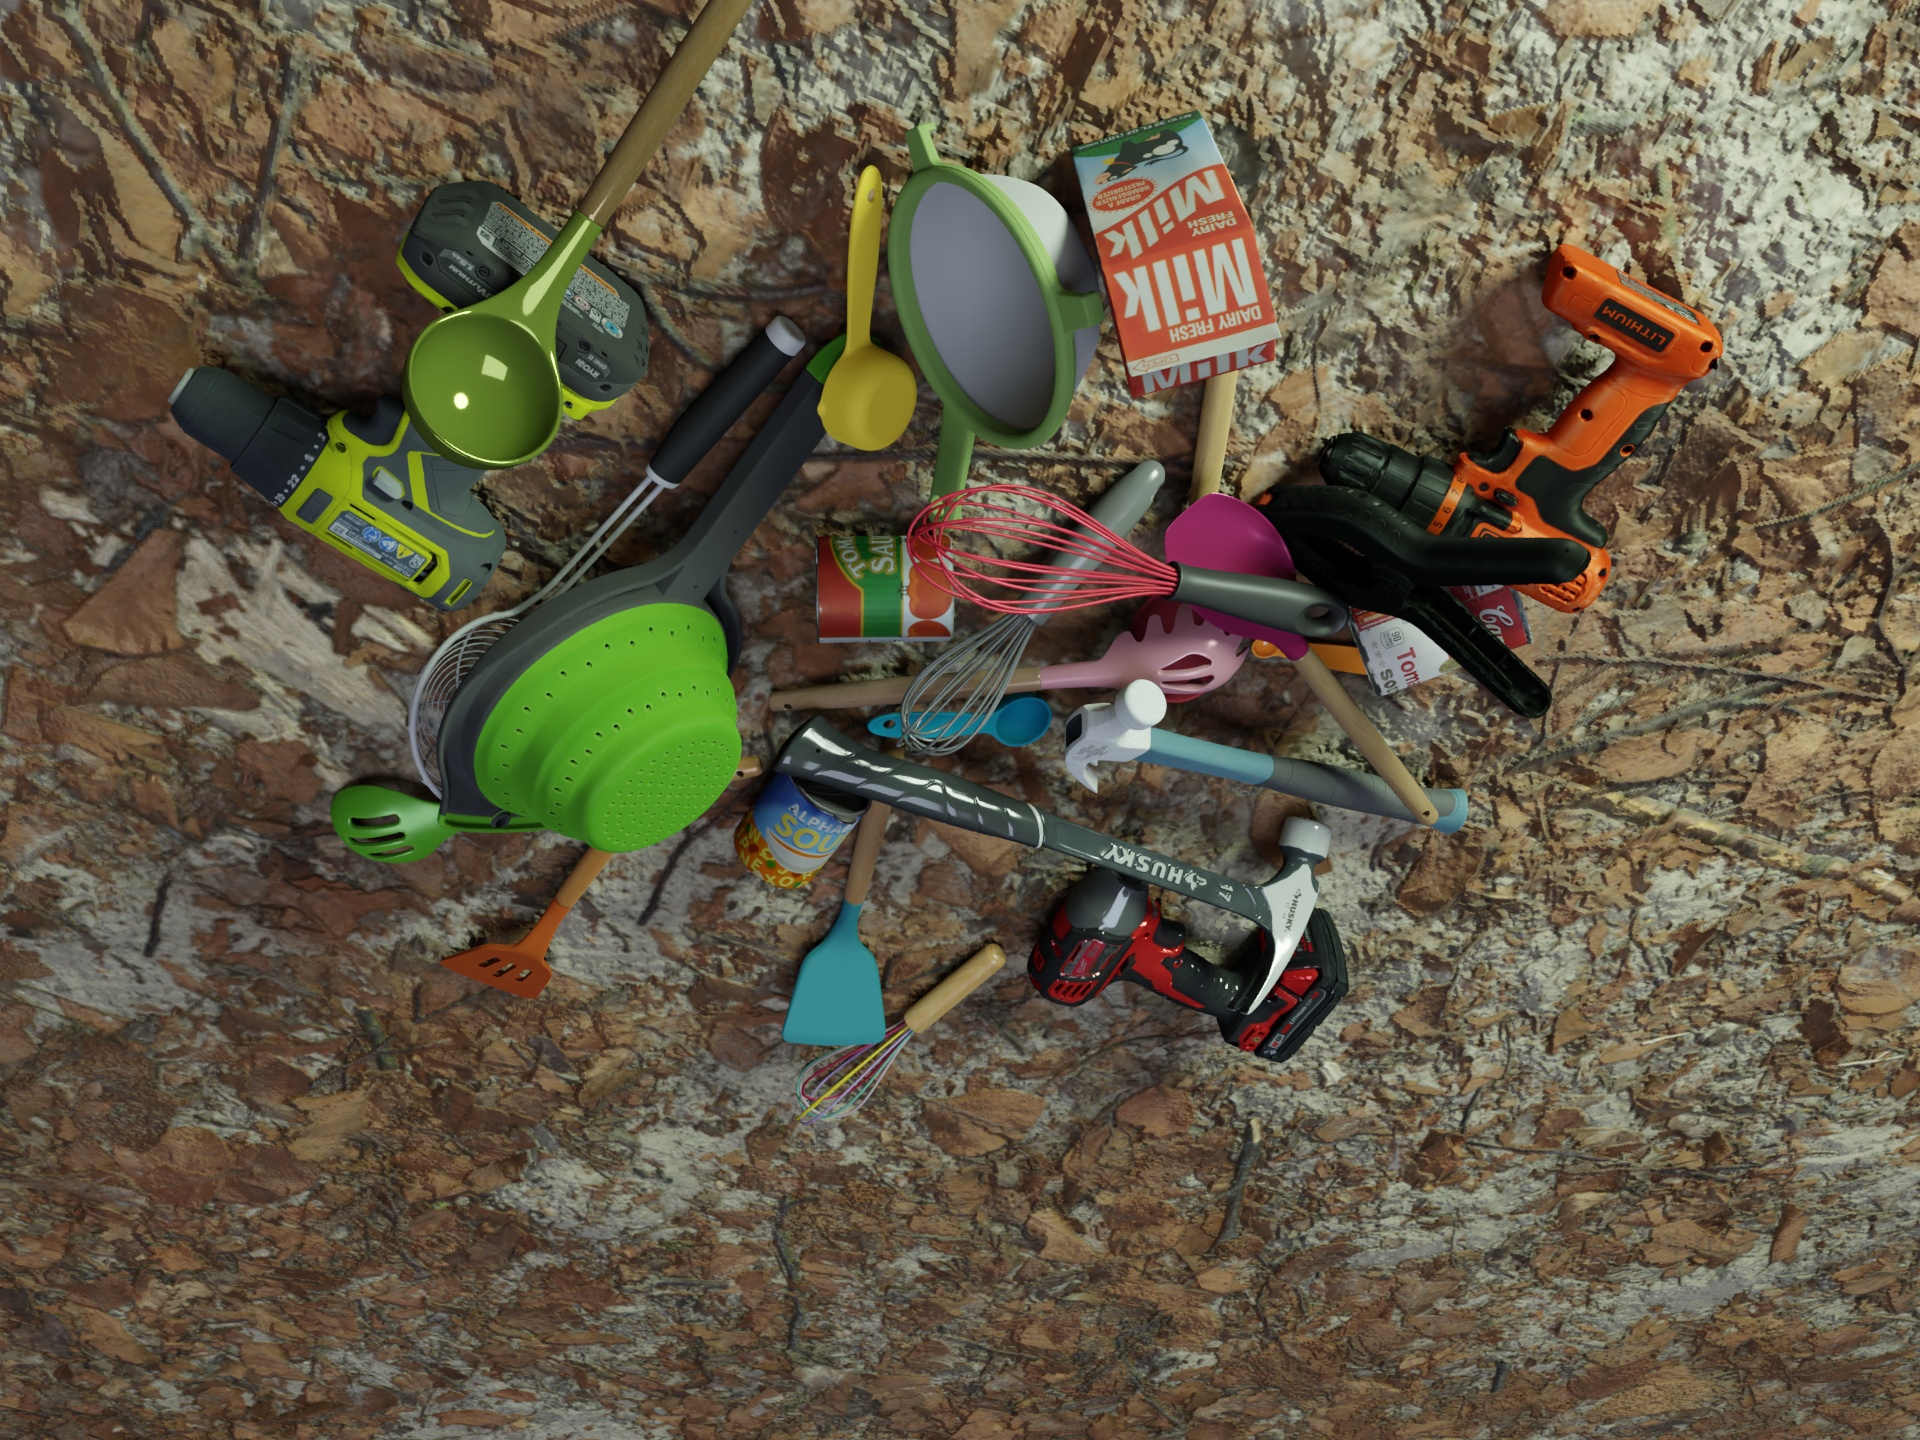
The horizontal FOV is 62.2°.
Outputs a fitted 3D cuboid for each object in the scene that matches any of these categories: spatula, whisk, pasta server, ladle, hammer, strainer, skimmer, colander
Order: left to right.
[{"bbox_3d":[-0.276,0.108,1.154,0.081,0.041,0.322,27,120,-25],"label":"spatula"},{"bbox_3d":[-0.203,-0.085,0.947,0.363,0.090,0.127,-42,151,25],"label":"skimmer"},{"bbox_3d":[-0.159,-0.259,0.753,0.078,0.062,0.320,31,99,-30],"label":"ladle"},{"bbox_3d":[-0.151,-0.048,0.934,0.397,0.095,0.204,-50,155,18],"label":"colander"},{"bbox_3d":[-0.070,0.120,1.164,0.082,0.044,0.317,4,129,-14],"label":"spatula"},{"bbox_3d":[-0.052,0.254,1.290,0.245,0.051,0.047,-42,142,23],"label":"whisk"},{"bbox_3d":[0.027,-0.030,1.032,0.316,0.040,0.060,-5,126,14],"label":"pasta server"},{"bbox_3d":[0.024,-0.196,0.877,0.069,0.152,0.256,-30,158,-23],"label":"strainer"},{"bbox_3d":[0.042,-0.068,0.980,0.055,0.055,0.239,35,102,-29],"label":"whisk"},{"bbox_3d":[0.066,0.084,1.099,0.408,0.149,0.036,19,171,-17],"label":"hammer"},{"bbox_3d":[0.104,-0.083,0.916,0.295,0.073,0.073,9,130,-25],"label":"whisk"},{"bbox_3d":[0.147,-0.143,0.964,0.069,0.031,0.315,3,129,-1],"label":"ladle"},{"bbox_3d":[0.218,0.036,1.087,0.330,0.033,0.128,12,157,-25],"label":"hammer"}]

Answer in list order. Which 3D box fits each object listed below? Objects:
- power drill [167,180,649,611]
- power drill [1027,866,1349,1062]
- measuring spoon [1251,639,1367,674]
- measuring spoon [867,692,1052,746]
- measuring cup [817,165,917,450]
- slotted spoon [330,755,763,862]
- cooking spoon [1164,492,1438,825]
[{"bbox_3d":[-0.299,-0.178,0.868,0.190,0.080,0.228,35,123,-29],"label":"power drill"},{"bbox_3d":[0.175,0.175,1.213,0.219,0.079,0.143,17,127,-15],"label":"power drill"},{"bbox_3d":[0.249,-0.046,1.069,0.117,0.011,0.021,7,128,-15],"label":"measuring spoon"},{"bbox_3d":[-0.002,-0.003,1.065,0.128,0.021,0.042,-1,128,-18],"label":"measuring spoon"},{"bbox_3d":[-0.044,-0.216,0.853,0.029,0.062,0.156,31,134,28],"label":"measuring cup"},{"bbox_3d":[-0.287,0.055,1.087,0.314,0.031,0.070,-10,125,8],"label":"slotted spoon"},{"bbox_3d":[0.229,-0.028,1.018,0.069,0.017,0.318,-40,121,7],"label":"cooking spoon"}]
